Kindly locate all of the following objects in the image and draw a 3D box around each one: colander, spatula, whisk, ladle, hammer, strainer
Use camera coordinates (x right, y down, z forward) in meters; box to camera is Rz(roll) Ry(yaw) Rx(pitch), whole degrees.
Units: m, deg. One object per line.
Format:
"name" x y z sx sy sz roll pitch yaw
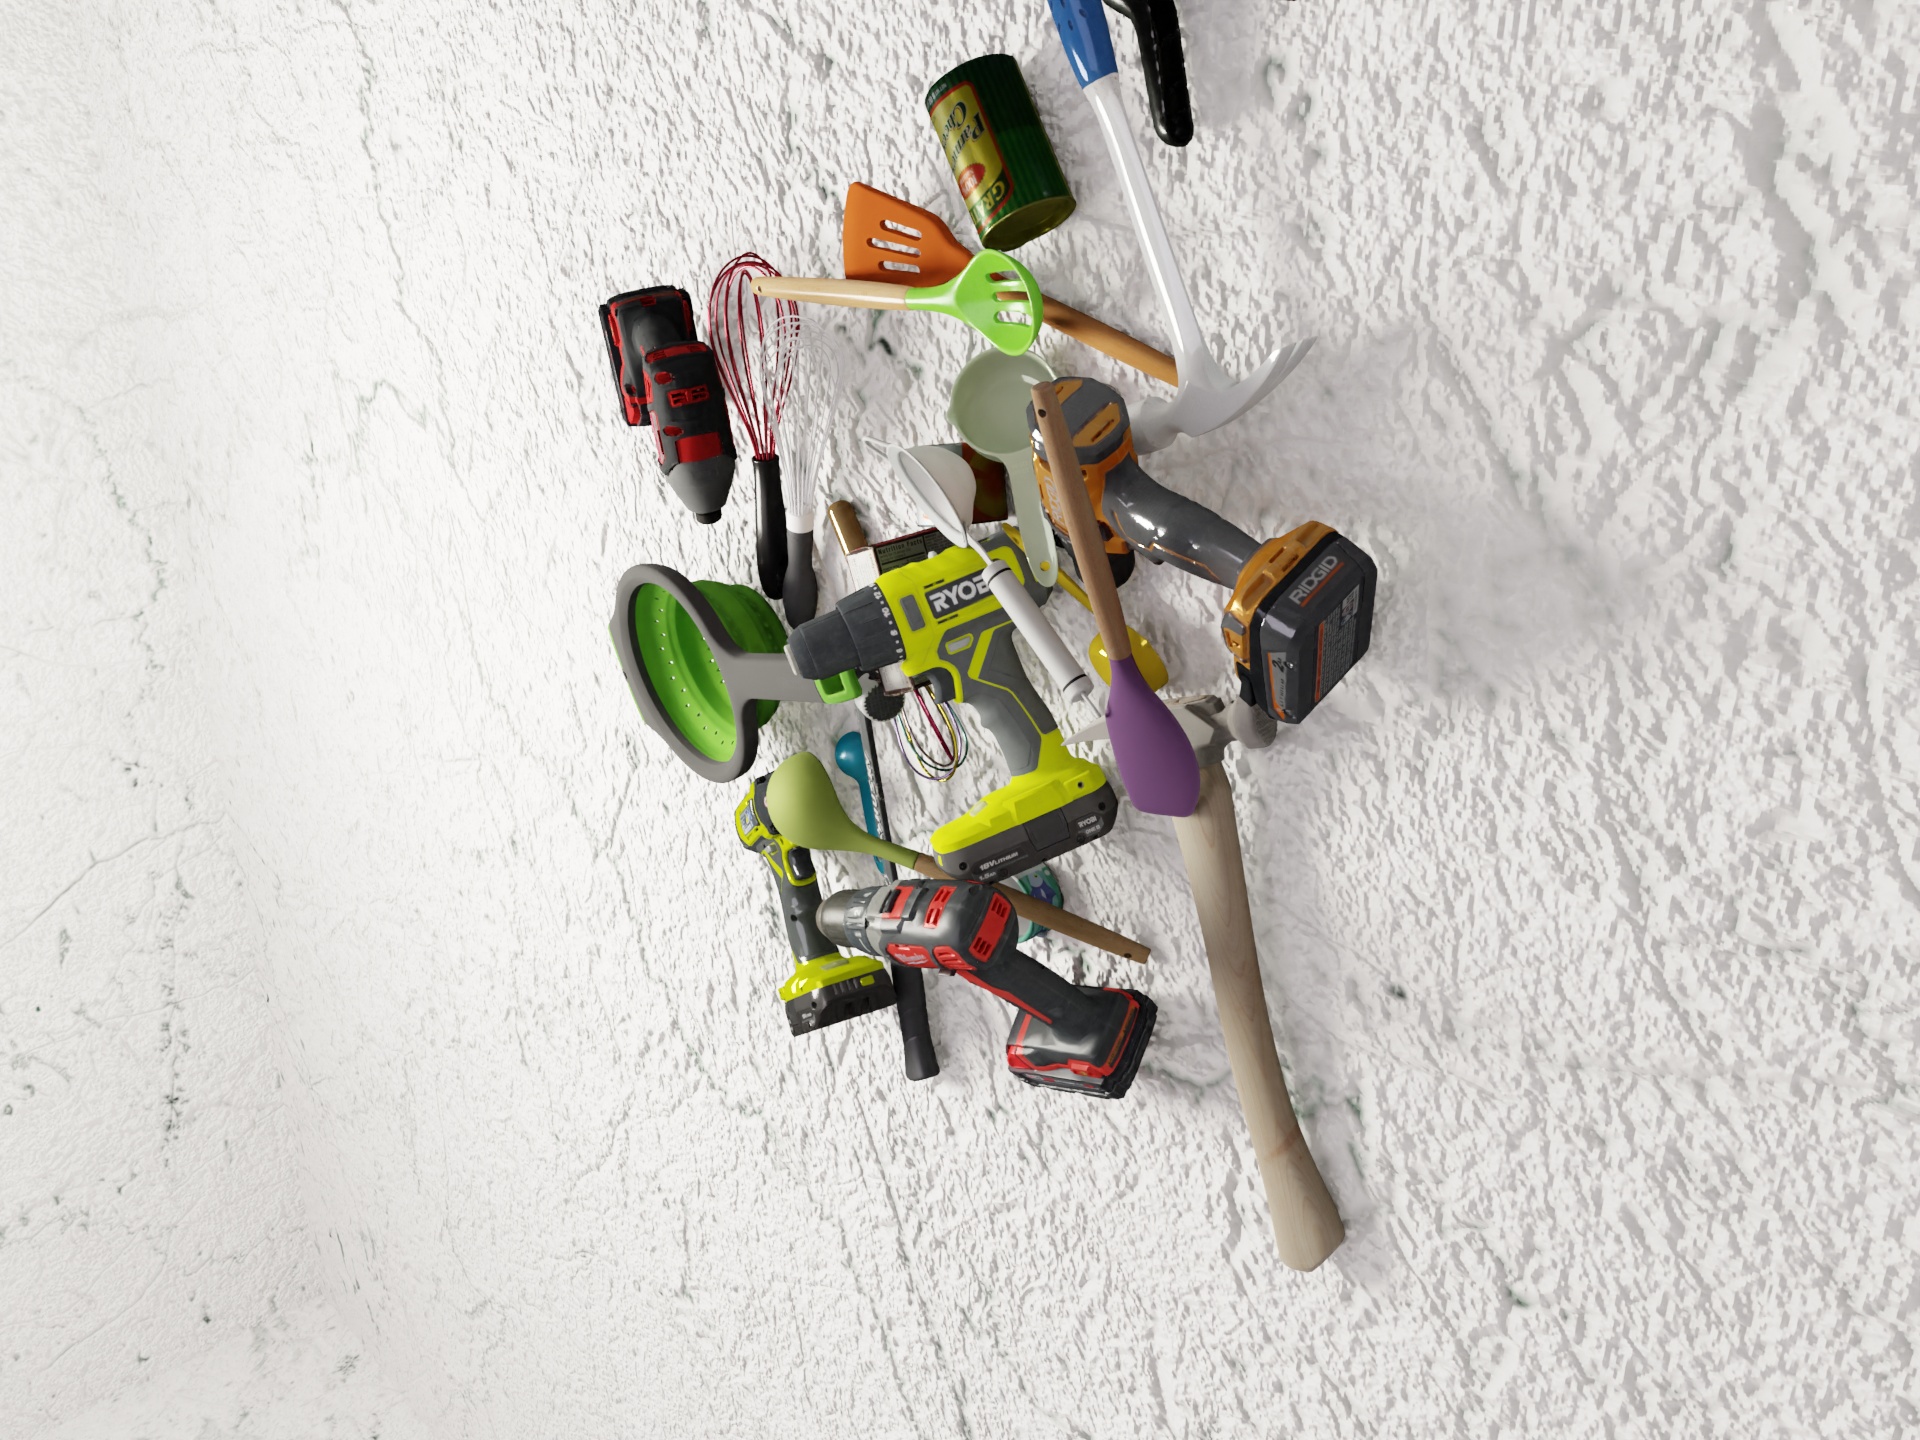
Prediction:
"colander" -0.165 -0.052 1.335 0.397 0.094 0.204 4 116 55
"spatula" 0.039 -0.280 1.070 0.323 0.041 0.081 36 137 33
"whisk" -0.162 -0.236 1.311 0.073 0.073 0.295 26 129 41
"ladle" -0.004 0.109 1.205 0.320 0.062 0.078 22 132 10
"hammer" -0.061 0.130 1.333 0.149 0.036 0.408 -137 35 -61
"strainer" 0.022 -0.104 1.053 0.259 0.050 0.086 56 174 18
"whisk" -0.052 -0.066 1.265 0.047 0.051 0.245 119 131 -73
"whisk" -0.131 -0.192 1.289 0.070 0.070 0.284 36 137 35
"hammer" 0.090 -0.365 0.928 0.144 0.035 0.405 -11 102 52
"hammer" 0.181 0.183 1.083 0.146 0.038 0.410 -8 102 34
"spatula" 0.092 -0.061 0.958 0.060 0.018 0.315 4 131 33

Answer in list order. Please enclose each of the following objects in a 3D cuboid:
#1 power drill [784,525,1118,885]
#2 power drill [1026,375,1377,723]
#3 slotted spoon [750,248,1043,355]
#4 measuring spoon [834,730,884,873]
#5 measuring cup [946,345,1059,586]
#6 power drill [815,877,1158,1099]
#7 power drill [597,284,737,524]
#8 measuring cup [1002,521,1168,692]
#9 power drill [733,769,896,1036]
"power drill" -0.002 -0.004 1.127 0.080 0.190 0.228 -168 55 -80
"power drill" 0.139 -0.094 0.975 0.226 0.084 0.185 39 166 25
"slotted spoon" -0.051 -0.301 1.120 0.314 0.031 0.070 19 130 44
"measuring spoon" -0.086 0.074 1.376 0.042 0.021 0.128 -4 101 50
"measuring cup" 0.044 -0.170 1.080 0.083 0.038 0.167 -14 85 11
"power drill" 0.014 0.187 1.165 0.226 0.080 0.188 40 153 -31
"power drill" -0.230 -0.258 1.286 0.220 0.078 0.143 -122 20 -53
"measuring cup" 0.077 -0.072 1.081 0.156 0.029 0.062 45 169 5
"power drill" -0.132 0.153 1.384 0.171 0.080 0.223 139 114 -67
